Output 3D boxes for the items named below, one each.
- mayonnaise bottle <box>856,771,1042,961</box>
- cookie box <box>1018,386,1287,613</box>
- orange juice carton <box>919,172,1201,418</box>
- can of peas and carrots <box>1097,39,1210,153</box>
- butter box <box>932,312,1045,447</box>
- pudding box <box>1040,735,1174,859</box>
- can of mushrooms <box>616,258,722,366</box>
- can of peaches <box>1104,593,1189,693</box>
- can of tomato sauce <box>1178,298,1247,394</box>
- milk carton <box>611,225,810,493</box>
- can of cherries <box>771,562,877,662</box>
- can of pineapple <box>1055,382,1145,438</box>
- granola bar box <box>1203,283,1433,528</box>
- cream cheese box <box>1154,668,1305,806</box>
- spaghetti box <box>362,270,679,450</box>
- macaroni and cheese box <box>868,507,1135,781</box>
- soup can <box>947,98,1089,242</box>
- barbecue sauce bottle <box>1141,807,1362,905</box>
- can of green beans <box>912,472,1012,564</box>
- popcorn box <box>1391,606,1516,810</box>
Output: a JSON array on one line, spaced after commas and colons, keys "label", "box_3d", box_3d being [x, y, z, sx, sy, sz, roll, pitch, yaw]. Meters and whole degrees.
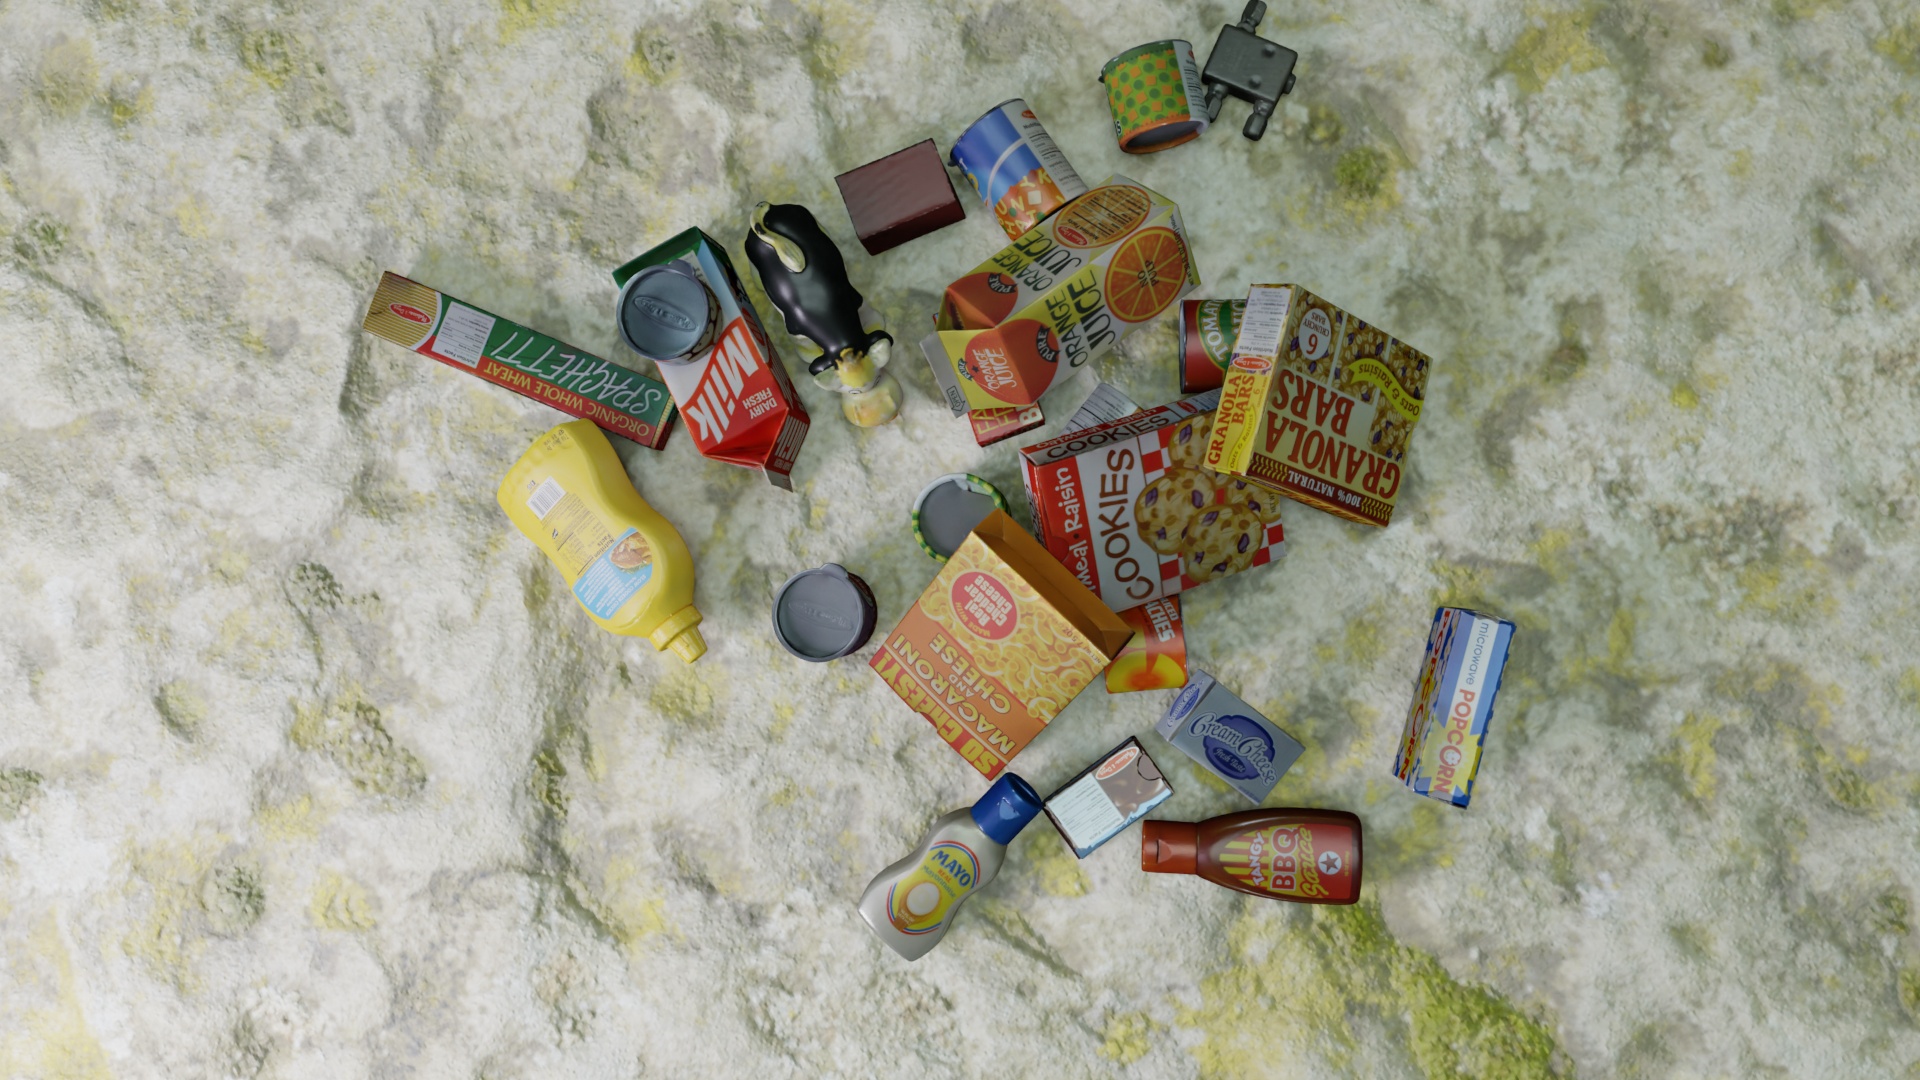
[{"label": "mayonnaise bottle", "box_3d": [-0.004, 0.226, 0.981, 0.065, 0.041, 0.148, 43, 102, 2]}, {"label": "cookie box", "box_3d": [0.132, -0.024, 0.938, 0.168, 0.040, 0.122, -17, 114, -11]}, {"label": "orange juice carton", "box_3d": [0.062, -0.162, 0.949, 0.193, 0.071, 0.073, -36, 43, -8]}, {"label": "can of peas and carrots", "box_3d": [0.136, -0.312, 0.982, 0.071, 0.071, 0.058, -13, 87, 6]}, {"label": "butter box", "box_3d": [0.021, -0.124, 1.008, 0.053, 0.024, 0.103, -19, 86, 4]}, {"label": "pudding box", "box_3d": [0.105, 0.182, 0.985, 0.083, 0.030, 0.049, -37, 84, 4]}, {"label": "can of mushrooms", "box_3d": [-0.199, -0.157, 0.957, 0.071, 0.033, 0.071, 0, 87, 8]}, {"label": "can of peaches", "box_3d": [0.127, 0.070, 0.967, 0.058, 0.071, 0.071, -6, 88, 7]}, {"label": "can of tomato sauce", "box_3d": [0.195, -0.136, 0.966, 0.083, 0.071, 0.071, 0, 88, 6]}, {"label": "milk carton", "box_3d": [-0.170, -0.121, 1.006, 0.073, 0.072, 0.190, -28, 84, 5]}, {"label": "can of cherries", "box_3d": [-0.095, 0.051, 0.998, 0.071, 0.058, 0.071, 0, 88, 7]}, {"label": "can of pineapple", "box_3d": [0.108, -0.068, 0.977, 0.071, 0.071, 0.058, 39, 93, 6]}, {"label": "granola bar box", "box_3d": [0.241, -0.086, 0.921, 0.039, 0.165, 0.124, 15, 90, 50]}, {"label": "cream cheese box", "box_3d": [0.186, 0.136, 0.954, 0.103, 0.024, 0.053, 36, 93, -28]}, {"label": "spaghetti box", "box_3d": [-0.328, -0.134, 1.045, 0.250, 0.028, 0.050, 22, 91, 7]}, {"label": "macaroni and cheese box", "box_3d": [0.022, 0.075, 0.946, 0.124, 0.040, 0.165, 43, 132, 6]}, {"label": "soup can", "box_3d": [0.041, -0.259, 0.991, 0.071, 0.071, 0.084, -35, 85, 4]}, {"label": "barbecue sauce bottle", "box_3d": [0.201, 0.217, 0.967, 0.148, 0.043, 0.065, 2, 90, 7]}, {"label": "can of green beans", "box_3d": [0.002, -0.014, 0.990, 0.071, 0.058, 0.071, 0, 88, 6]}, {"label": "popcorn box", "box_3d": [0.331, 0.109, 0.935, 0.038, 0.085, 0.126, 15, 90, 8]}]
